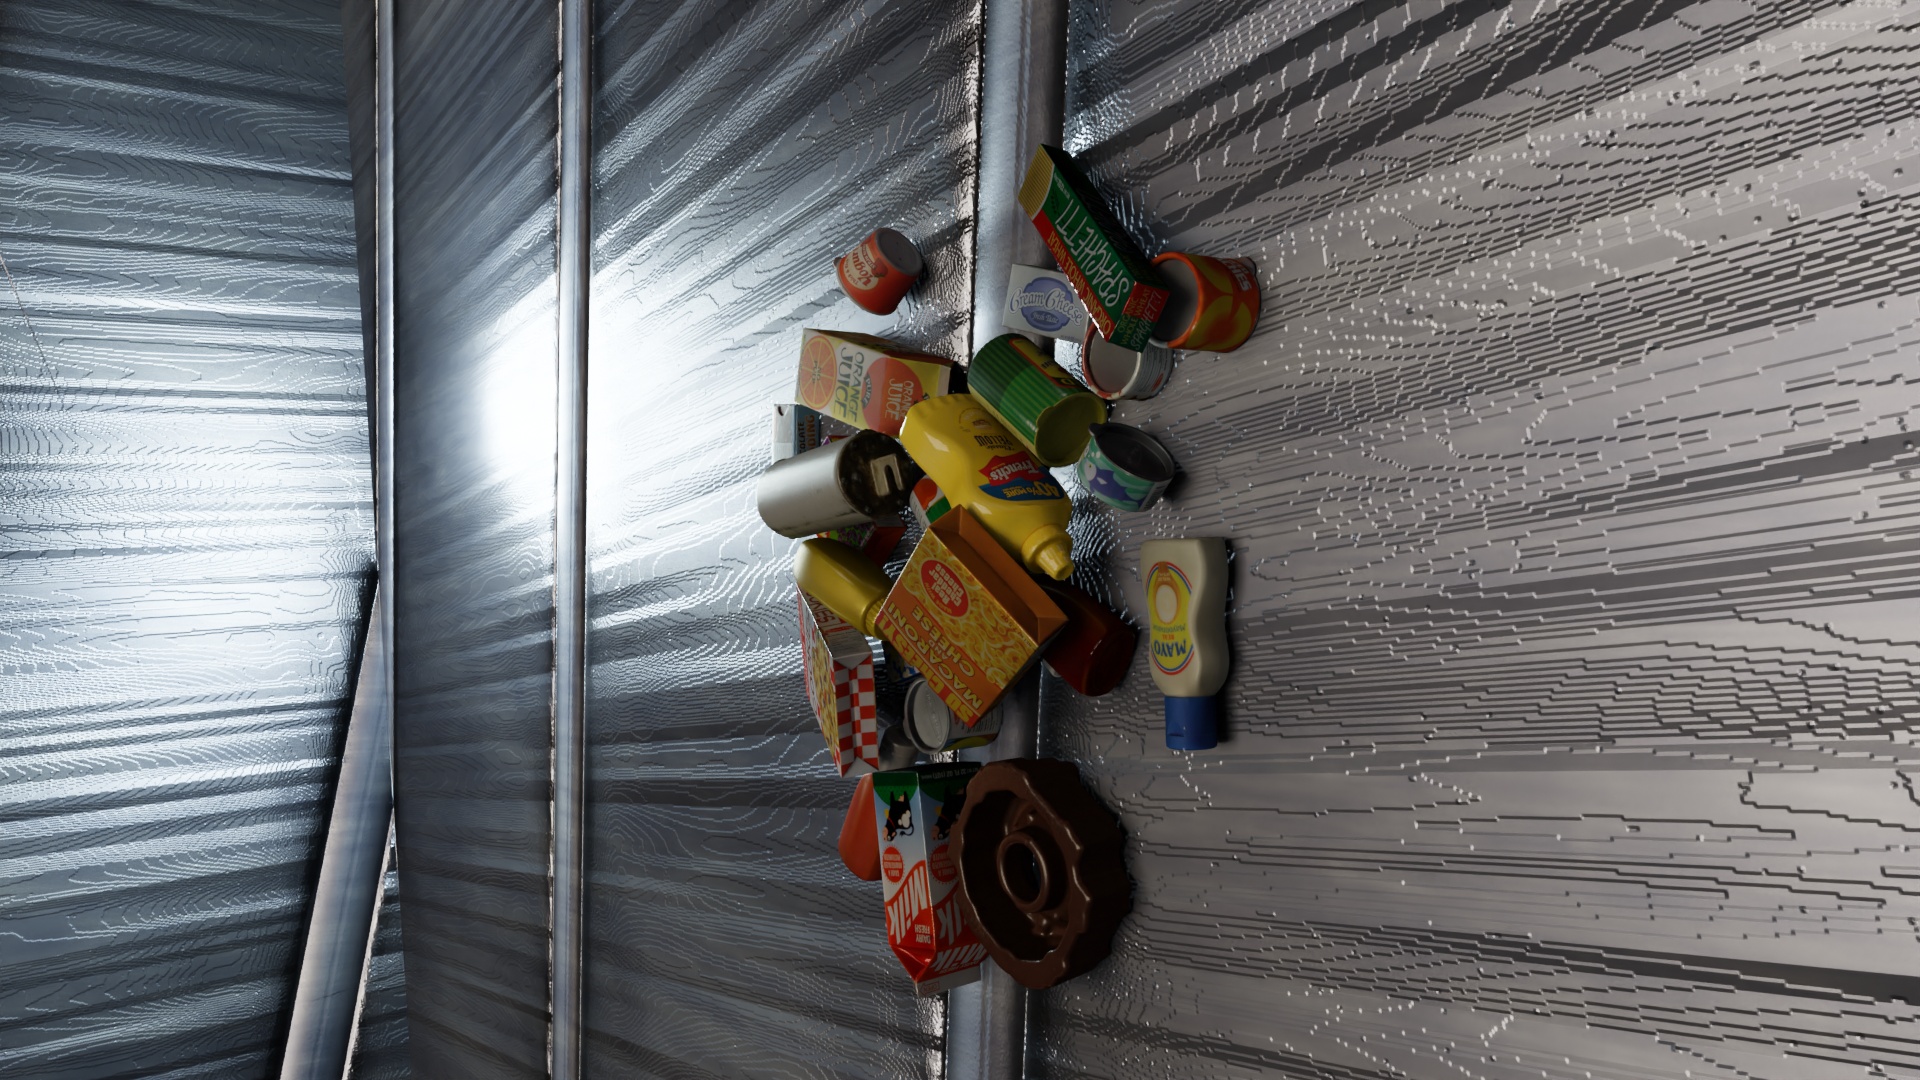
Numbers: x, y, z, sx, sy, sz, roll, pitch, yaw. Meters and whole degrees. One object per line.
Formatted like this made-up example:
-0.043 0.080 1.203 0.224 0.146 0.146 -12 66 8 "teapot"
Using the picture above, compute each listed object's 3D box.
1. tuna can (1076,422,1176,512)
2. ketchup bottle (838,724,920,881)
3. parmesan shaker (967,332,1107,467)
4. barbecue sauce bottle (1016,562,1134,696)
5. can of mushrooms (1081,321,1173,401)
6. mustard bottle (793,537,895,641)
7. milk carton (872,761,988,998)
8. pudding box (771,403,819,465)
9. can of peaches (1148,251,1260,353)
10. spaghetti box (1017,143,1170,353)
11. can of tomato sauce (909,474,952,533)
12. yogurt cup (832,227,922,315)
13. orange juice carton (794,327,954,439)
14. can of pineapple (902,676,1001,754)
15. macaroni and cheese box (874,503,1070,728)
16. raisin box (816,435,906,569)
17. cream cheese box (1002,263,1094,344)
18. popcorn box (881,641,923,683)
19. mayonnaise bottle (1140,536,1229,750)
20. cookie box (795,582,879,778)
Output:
0.118 -0.054 1.008 0.071 0.071 0.032 56 133 35 "tuna can"
-0.073 0.242 1.295 0.065 0.043 0.148 44 125 45 "ketchup bottle"
0.057 -0.112 1.085 0.103 0.071 0.071 47 127 41 "parmesan shaker"
0.073 0.058 1.094 0.149 0.044 0.064 42 121 45 "barbecue sauce bottle"
0.121 -0.137 1.030 0.071 0.033 0.071 5 97 53 "can of mushrooms"
-0.088 0.049 1.228 0.160 0.065 0.048 37 114 45 "mustard bottle"
-0.020 0.291 1.202 0.073 0.072 0.190 -15 80 52 "milk carton"
-0.169 -0.098 1.421 0.049 0.030 0.083 6 96 54 "pudding box"
0.162 -0.165 0.953 0.071 0.058 0.071 4 95 53 "can of peaches"
0.092 -0.218 1.008 0.251 0.029 0.050 -110 36 -51 "spaghetti box"
0.004 -0.015 1.163 0.070 0.071 0.083 -59 45 36 "can of tomato sauce"
-0.071 -0.246 1.258 0.053 0.072 0.072 -40 60 37 "yogurt cup"
-0.069 -0.139 1.250 0.193 0.073 0.071 26 112 49 "orange juice carton"
-0.008 0.147 1.192 0.071 0.058 0.071 3 94 53 "can of pineapple"
0.003 0.064 1.094 0.124 0.040 0.165 47 146 10 "macaroni and cheese box"
-0.107 -0.029 1.334 0.085 0.040 0.124 -57 48 38 "raisin box"
0.076 -0.187 1.095 0.104 0.024 0.053 23 109 50 "cream cheese box"
-0.024 0.072 1.228 0.126 0.038 0.085 -28 68 50 "popcorn box"
0.160 0.072 0.980 0.064 0.041 0.148 -4 87 51 "mayonnaise bottle"
-0.114 0.122 1.290 0.168 0.040 0.122 -128 33 -62 "cookie box"
